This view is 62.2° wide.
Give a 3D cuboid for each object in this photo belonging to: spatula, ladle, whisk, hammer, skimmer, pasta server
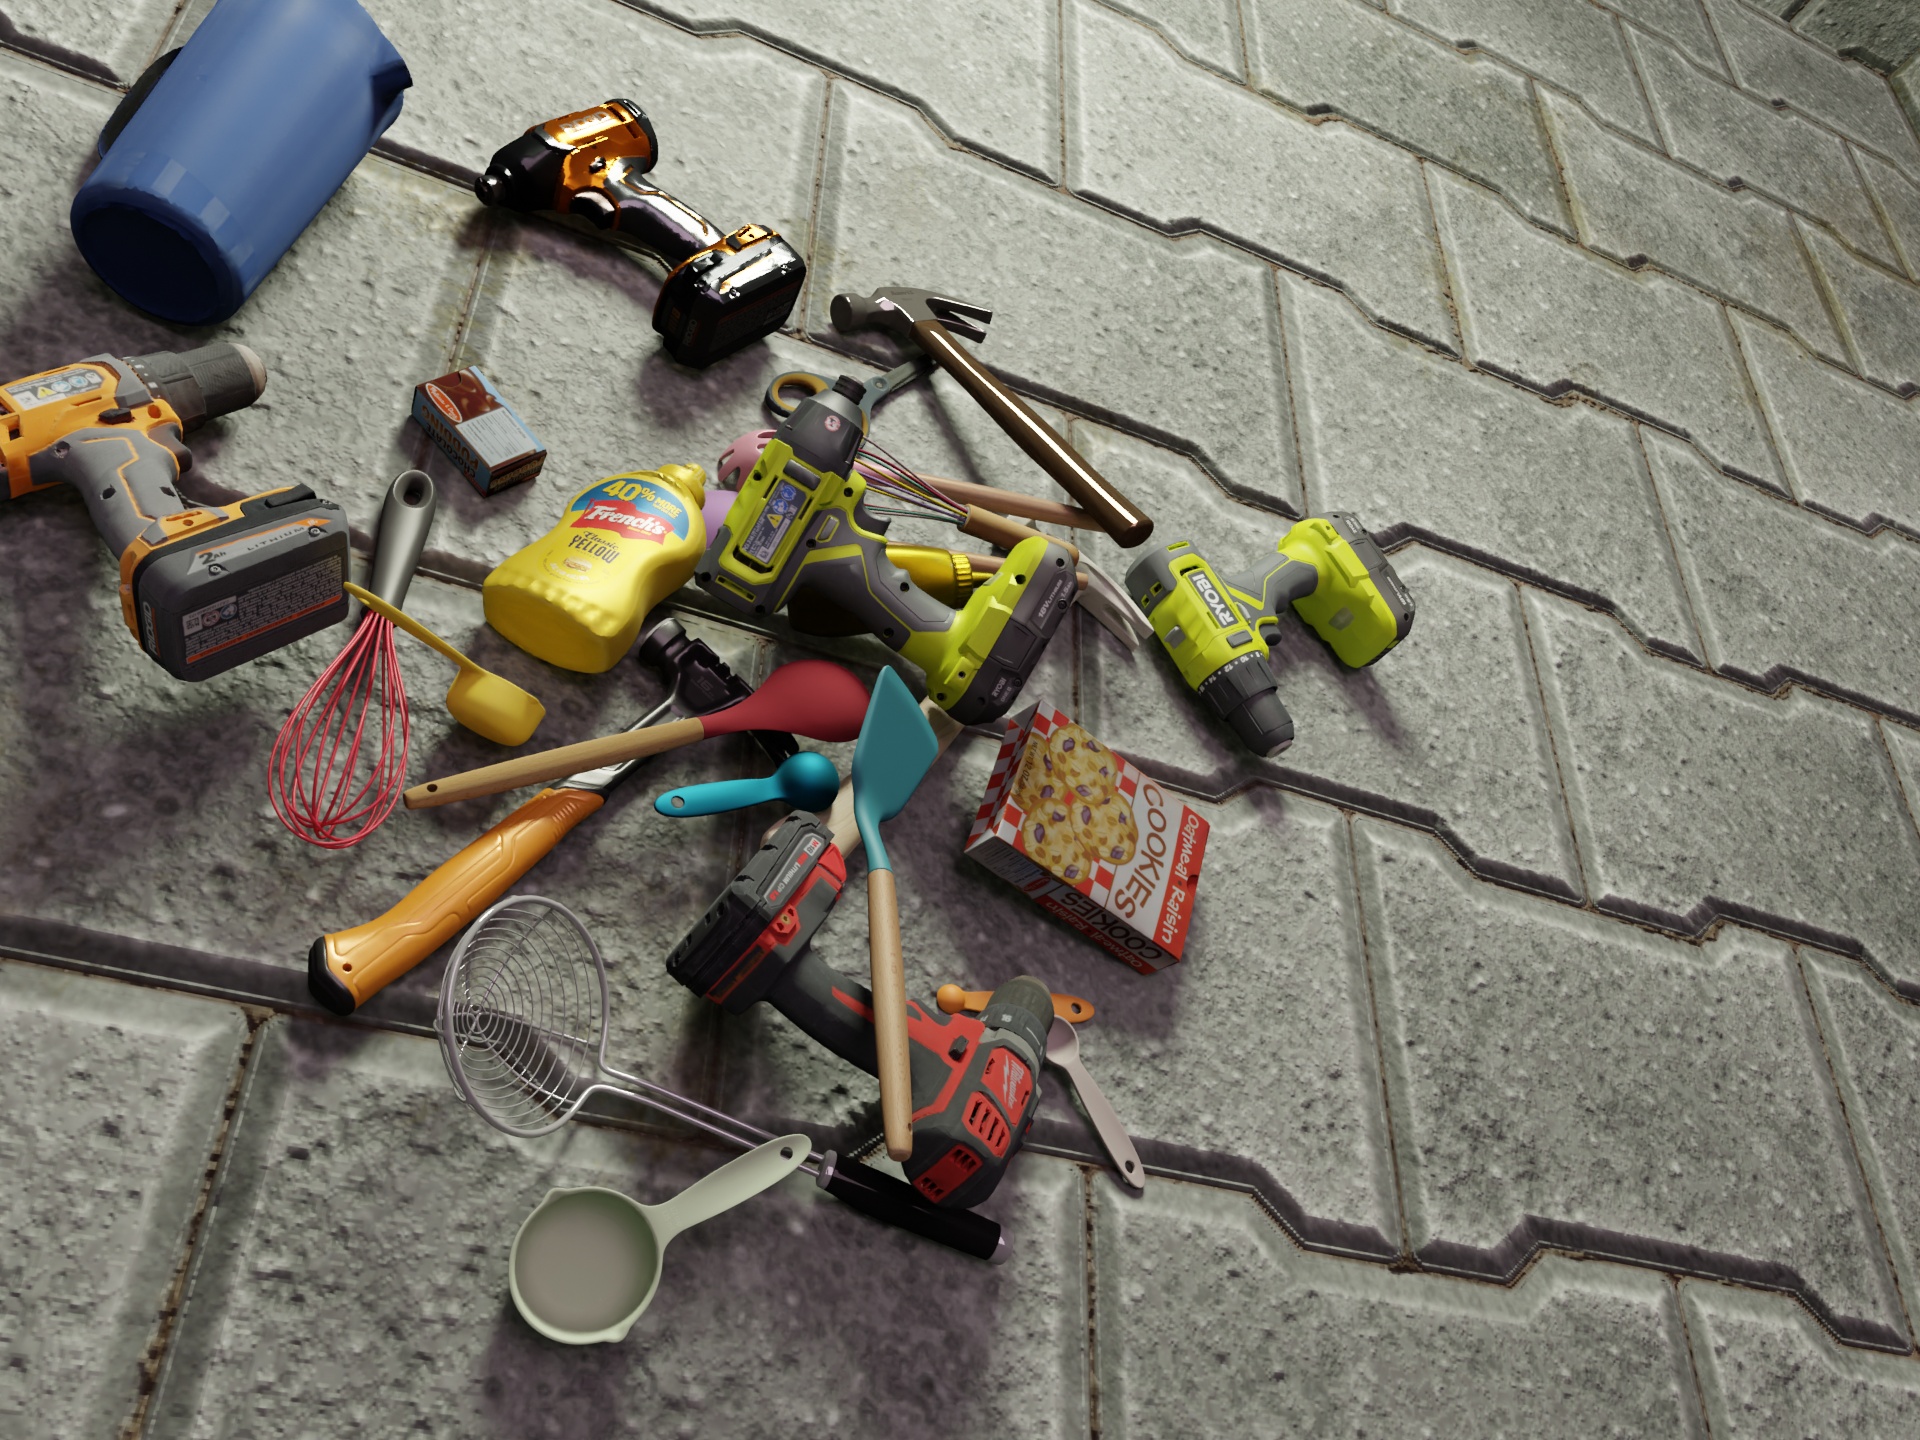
[{"bbox_3d":[-0.058,-0.126,1.162,0.315,0.018,0.060,8,59,-12],"label":"spatula"},{"bbox_3d":[-0.185,0.011,0.980,0.315,0.031,0.069,-15,60,-33],"label":"ladle"},{"bbox_3d":[-0.352,-0.048,0.952,0.073,0.073,0.296,16,47,-21],"label":"whisk"},{"bbox_3d":[-0.002,-0.004,1.134,0.146,0.038,0.411,42,49,-1],"label":"hammer"},{"bbox_3d":[0.039,-0.250,1.274,0.130,0.031,0.332,-19,55,-39],"label":"hammer"},{"bbox_3d":[-0.035,0.104,0.903,0.318,0.044,0.082,-97,162,-46],"label":"spatula"},{"bbox_3d":[-0.118,0.217,0.882,0.363,0.090,0.127,27,47,-12],"label":"skimmer"},{"bbox_3d":[-0.015,-0.156,1.167,0.244,0.047,0.051,18,51,-27],"label":"whisk"},{"bbox_3d":[-0.024,-0.172,1.207,0.316,0.040,0.060,9,51,-17],"label":"pasta server"},{"bbox_3d":[-0.241,0.064,0.952,0.127,0.034,0.337,43,49,4],"label":"hammer"}]

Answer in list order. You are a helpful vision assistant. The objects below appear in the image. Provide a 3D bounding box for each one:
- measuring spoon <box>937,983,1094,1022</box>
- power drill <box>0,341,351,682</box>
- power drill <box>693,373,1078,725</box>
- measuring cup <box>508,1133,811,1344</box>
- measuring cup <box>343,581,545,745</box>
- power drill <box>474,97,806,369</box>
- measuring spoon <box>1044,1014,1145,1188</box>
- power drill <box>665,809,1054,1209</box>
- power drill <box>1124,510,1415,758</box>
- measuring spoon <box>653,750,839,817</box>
[{"bbox_3d":[0.039,0.185,1.045,0.116,0.011,0.021,9,56,-24],"label":"measuring spoon"},{"bbox_3d":[-0.445,-0.138,0.922,0.226,0.084,0.185,38,46,20],"label":"power drill"},{"bbox_3d":[-0.042,-0.111,1.065,0.223,0.080,0.171,30,88,-11],"label":"power drill"},{"bbox_3d":[-0.155,0.262,0.837,0.167,0.038,0.083,-25,82,-21],"label":"measuring cup"},{"bbox_3d":[-0.304,-0.029,0.922,0.156,0.062,0.029,46,62,-50],"label":"measuring cup"},{"bbox_3d":[-0.248,-0.374,1.214,0.226,0.084,0.164,43,49,8],"label":"power drill"},{"bbox_3d":[0.082,0.249,1.030,0.034,0.018,0.124,-23,80,-45],"label":"measuring spoon"},{"bbox_3d":[-0.041,0.160,0.944,0.226,0.080,0.188,41,29,-3],"label":"power drill"},{"bbox_3d":[0.265,-0.077,1.311,0.228,0.080,0.191,-20,71,-35],"label":"power drill"},{"bbox_3d":[-0.129,0.041,0.992,0.128,0.021,0.042,-9,66,-35],"label":"measuring spoon"}]
